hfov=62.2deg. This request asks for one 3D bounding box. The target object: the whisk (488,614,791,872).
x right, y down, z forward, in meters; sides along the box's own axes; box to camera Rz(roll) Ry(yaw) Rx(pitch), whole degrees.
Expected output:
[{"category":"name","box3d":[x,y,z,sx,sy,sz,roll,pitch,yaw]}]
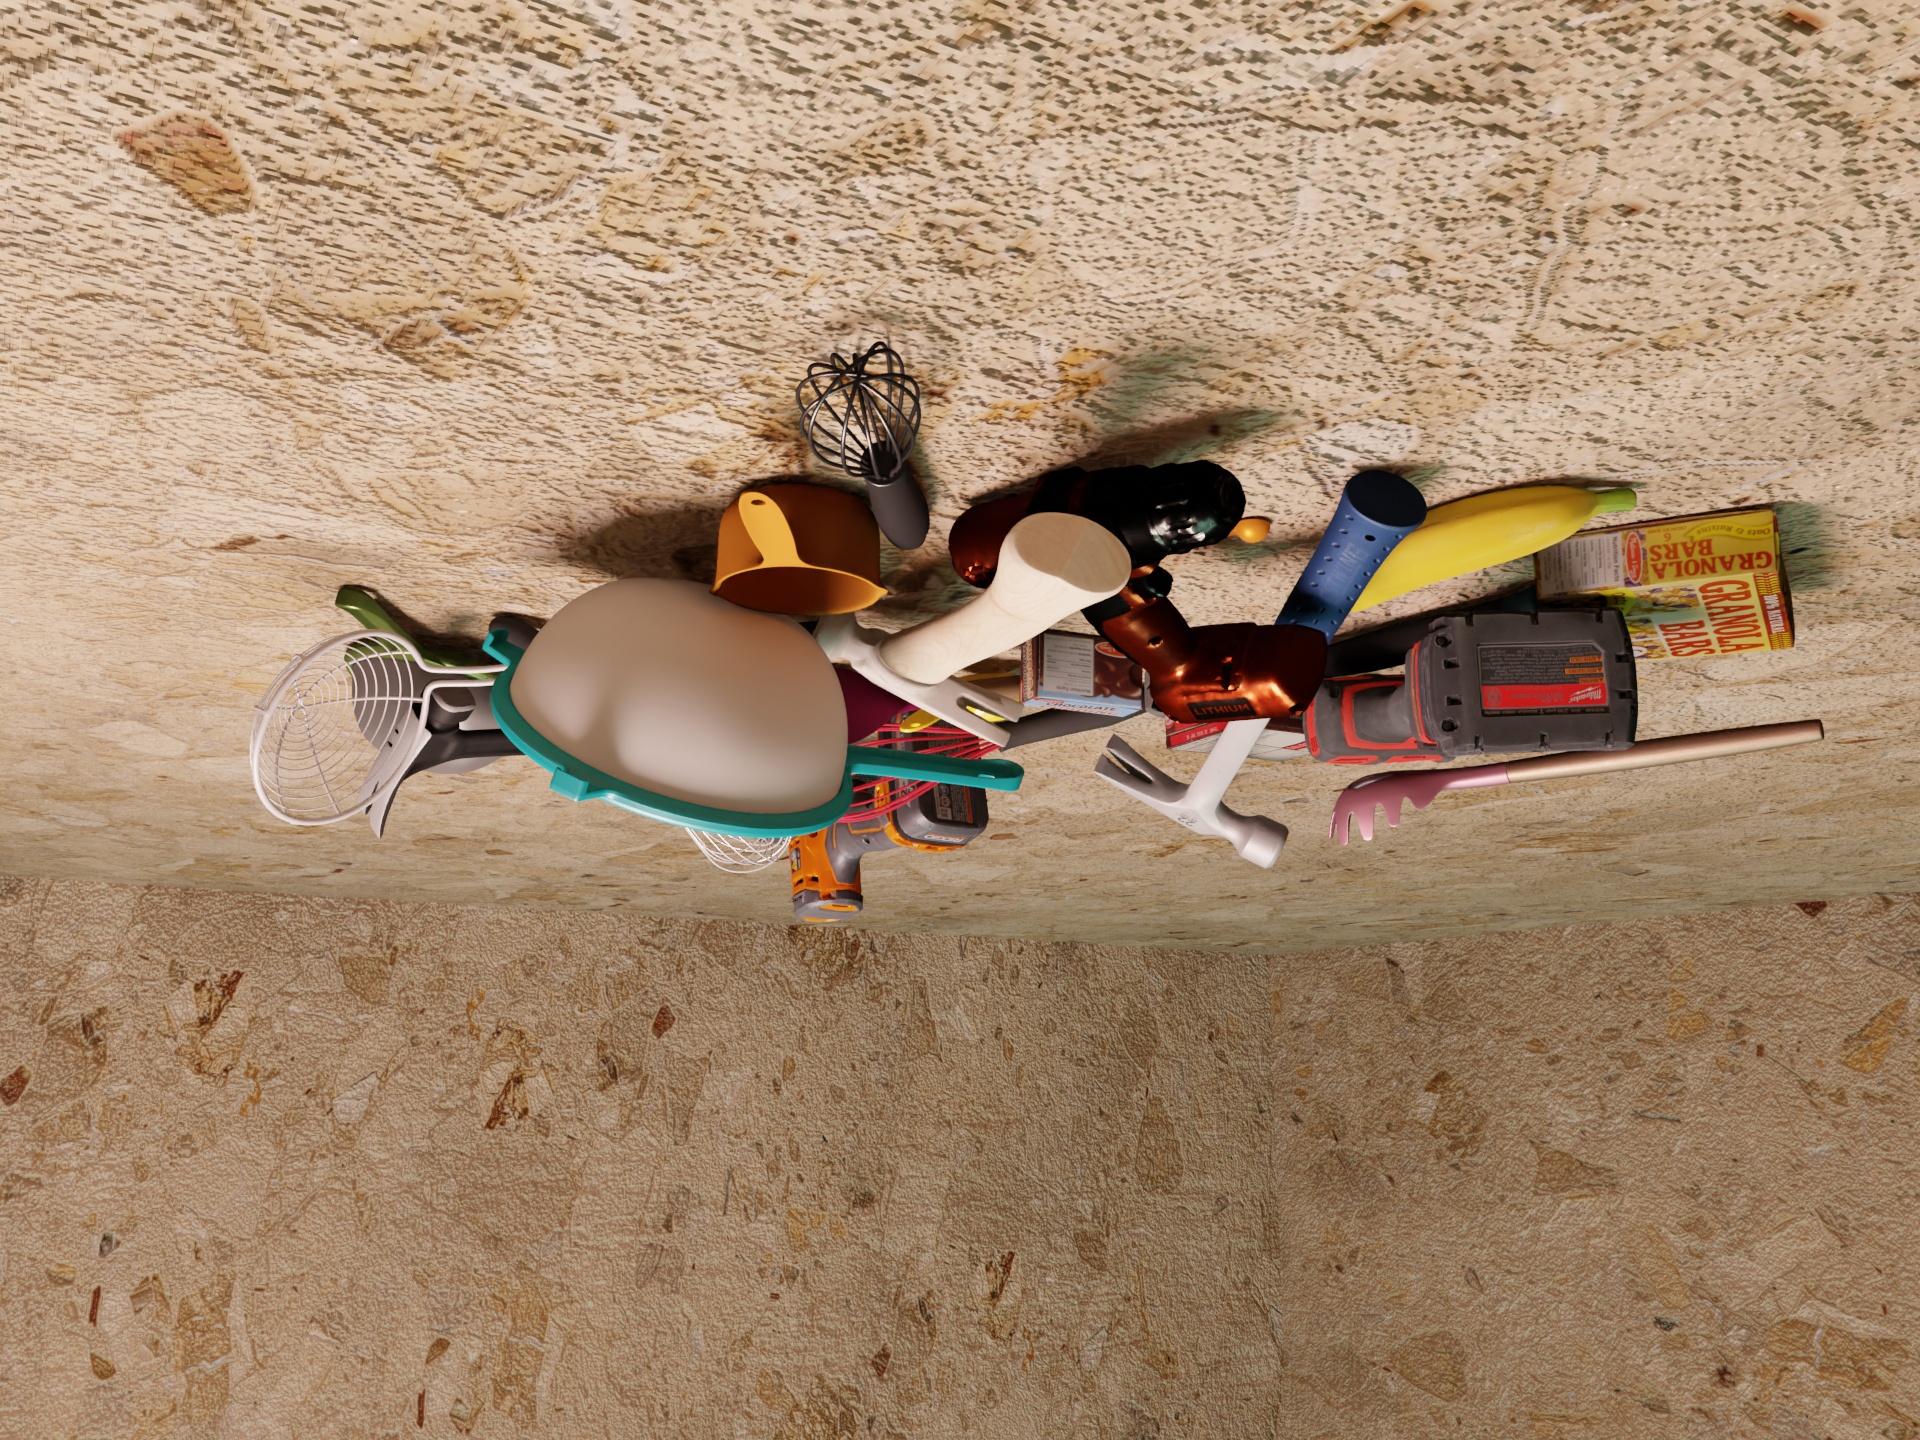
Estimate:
[{"category":"whisk","box3d":[-0.225,0.020,1.129,0.070,0.070,0.284,-12,135,43]}]

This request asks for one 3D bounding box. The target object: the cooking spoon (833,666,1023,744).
[{"category":"cooking spoon","box3d":[-0.005,-0.017,1.091,0.318,0.069,0.017,-7,146,-32]}]

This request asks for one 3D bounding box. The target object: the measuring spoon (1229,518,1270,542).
[{"category":"measuring spoon","box3d":[0.120,-0.098,0.903,0.117,0.011,0.021,-8,165,32]}]

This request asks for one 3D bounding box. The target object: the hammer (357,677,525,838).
[{"category":"hammer","box3d":[-0.280,0.019,1.185,0.127,0.034,0.336,-50,156,25]}]

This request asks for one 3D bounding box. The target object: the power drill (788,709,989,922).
[{"category":"power drill","box3d":[-0.076,0.063,1.348,0.084,0.164,0.226,10,152,-34]}]

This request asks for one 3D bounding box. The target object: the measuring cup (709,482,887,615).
[{"category":"measuring cup","box3d":[-0.088,-0.103,0.808,0.095,0.052,0.173,0,165,4]}]

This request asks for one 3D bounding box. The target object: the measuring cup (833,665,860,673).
[{"category":"measuring cup","box3d":[-0.089,-0.028,1.163,0.083,0.038,0.167,5,164,-19]}]

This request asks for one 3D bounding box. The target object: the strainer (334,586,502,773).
[{"category":"strainer","box3d":[-0.384,-0.016,1.112,0.151,0.069,0.256,10,162,6]}]

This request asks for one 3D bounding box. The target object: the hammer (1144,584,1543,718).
[{"category":"hammer","box3d":[0.259,-0.041,1.103,0.128,0.033,0.331,9,164,-38]}]

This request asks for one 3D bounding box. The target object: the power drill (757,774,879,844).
[{"category":"power drill","box3d":[-0.149,0.087,1.581,0.190,0.080,0.228,2,170,-8]}]

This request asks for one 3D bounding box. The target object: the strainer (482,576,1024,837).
[{"category":"strainer","box3d":[-0.094,-0.017,0.927,0.340,0.095,0.211,9,-159,-32]}]

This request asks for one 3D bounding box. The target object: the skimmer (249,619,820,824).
[{"category":"skimmer","box3d":[-0.247,-0.014,0.994,0.363,0.090,0.127,-8,130,-16]}]

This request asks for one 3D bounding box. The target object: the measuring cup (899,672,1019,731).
[{"category":"measuring cup","box3d":[-0.002,-0.004,1.135,0.062,0.029,0.156,3,-163,27]}]

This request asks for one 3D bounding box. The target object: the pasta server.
[{"category":"pasta server","box3d":[0.387,0.037,1.037,0.316,0.040,0.060,-11,-170,34]}]

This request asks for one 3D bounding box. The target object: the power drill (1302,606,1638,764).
[{"category":"power drill","box3d":[0.331,-0.011,0.981,0.188,0.080,0.226,-2,174,-5]}]

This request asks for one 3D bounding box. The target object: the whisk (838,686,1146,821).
[{"category":"whisk","box3d":[0.010,0.017,1.210,0.296,0.073,0.073,-15,169,-10]}]

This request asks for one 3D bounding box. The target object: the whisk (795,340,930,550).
[{"category":"whisk","box3d":[-0.036,-0.118,0.752,0.055,0.055,0.239,-1,171,5]}]

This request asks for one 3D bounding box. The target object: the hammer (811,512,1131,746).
[{"category":"hammer","box3d":[0.016,-0.044,0.853,0.146,0.038,0.410,27,170,-10]}]

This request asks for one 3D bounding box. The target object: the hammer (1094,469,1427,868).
[{"category":"hammer","box3d":[0.184,-0.023,0.973,0.144,0.035,0.405,26,153,6]}]
